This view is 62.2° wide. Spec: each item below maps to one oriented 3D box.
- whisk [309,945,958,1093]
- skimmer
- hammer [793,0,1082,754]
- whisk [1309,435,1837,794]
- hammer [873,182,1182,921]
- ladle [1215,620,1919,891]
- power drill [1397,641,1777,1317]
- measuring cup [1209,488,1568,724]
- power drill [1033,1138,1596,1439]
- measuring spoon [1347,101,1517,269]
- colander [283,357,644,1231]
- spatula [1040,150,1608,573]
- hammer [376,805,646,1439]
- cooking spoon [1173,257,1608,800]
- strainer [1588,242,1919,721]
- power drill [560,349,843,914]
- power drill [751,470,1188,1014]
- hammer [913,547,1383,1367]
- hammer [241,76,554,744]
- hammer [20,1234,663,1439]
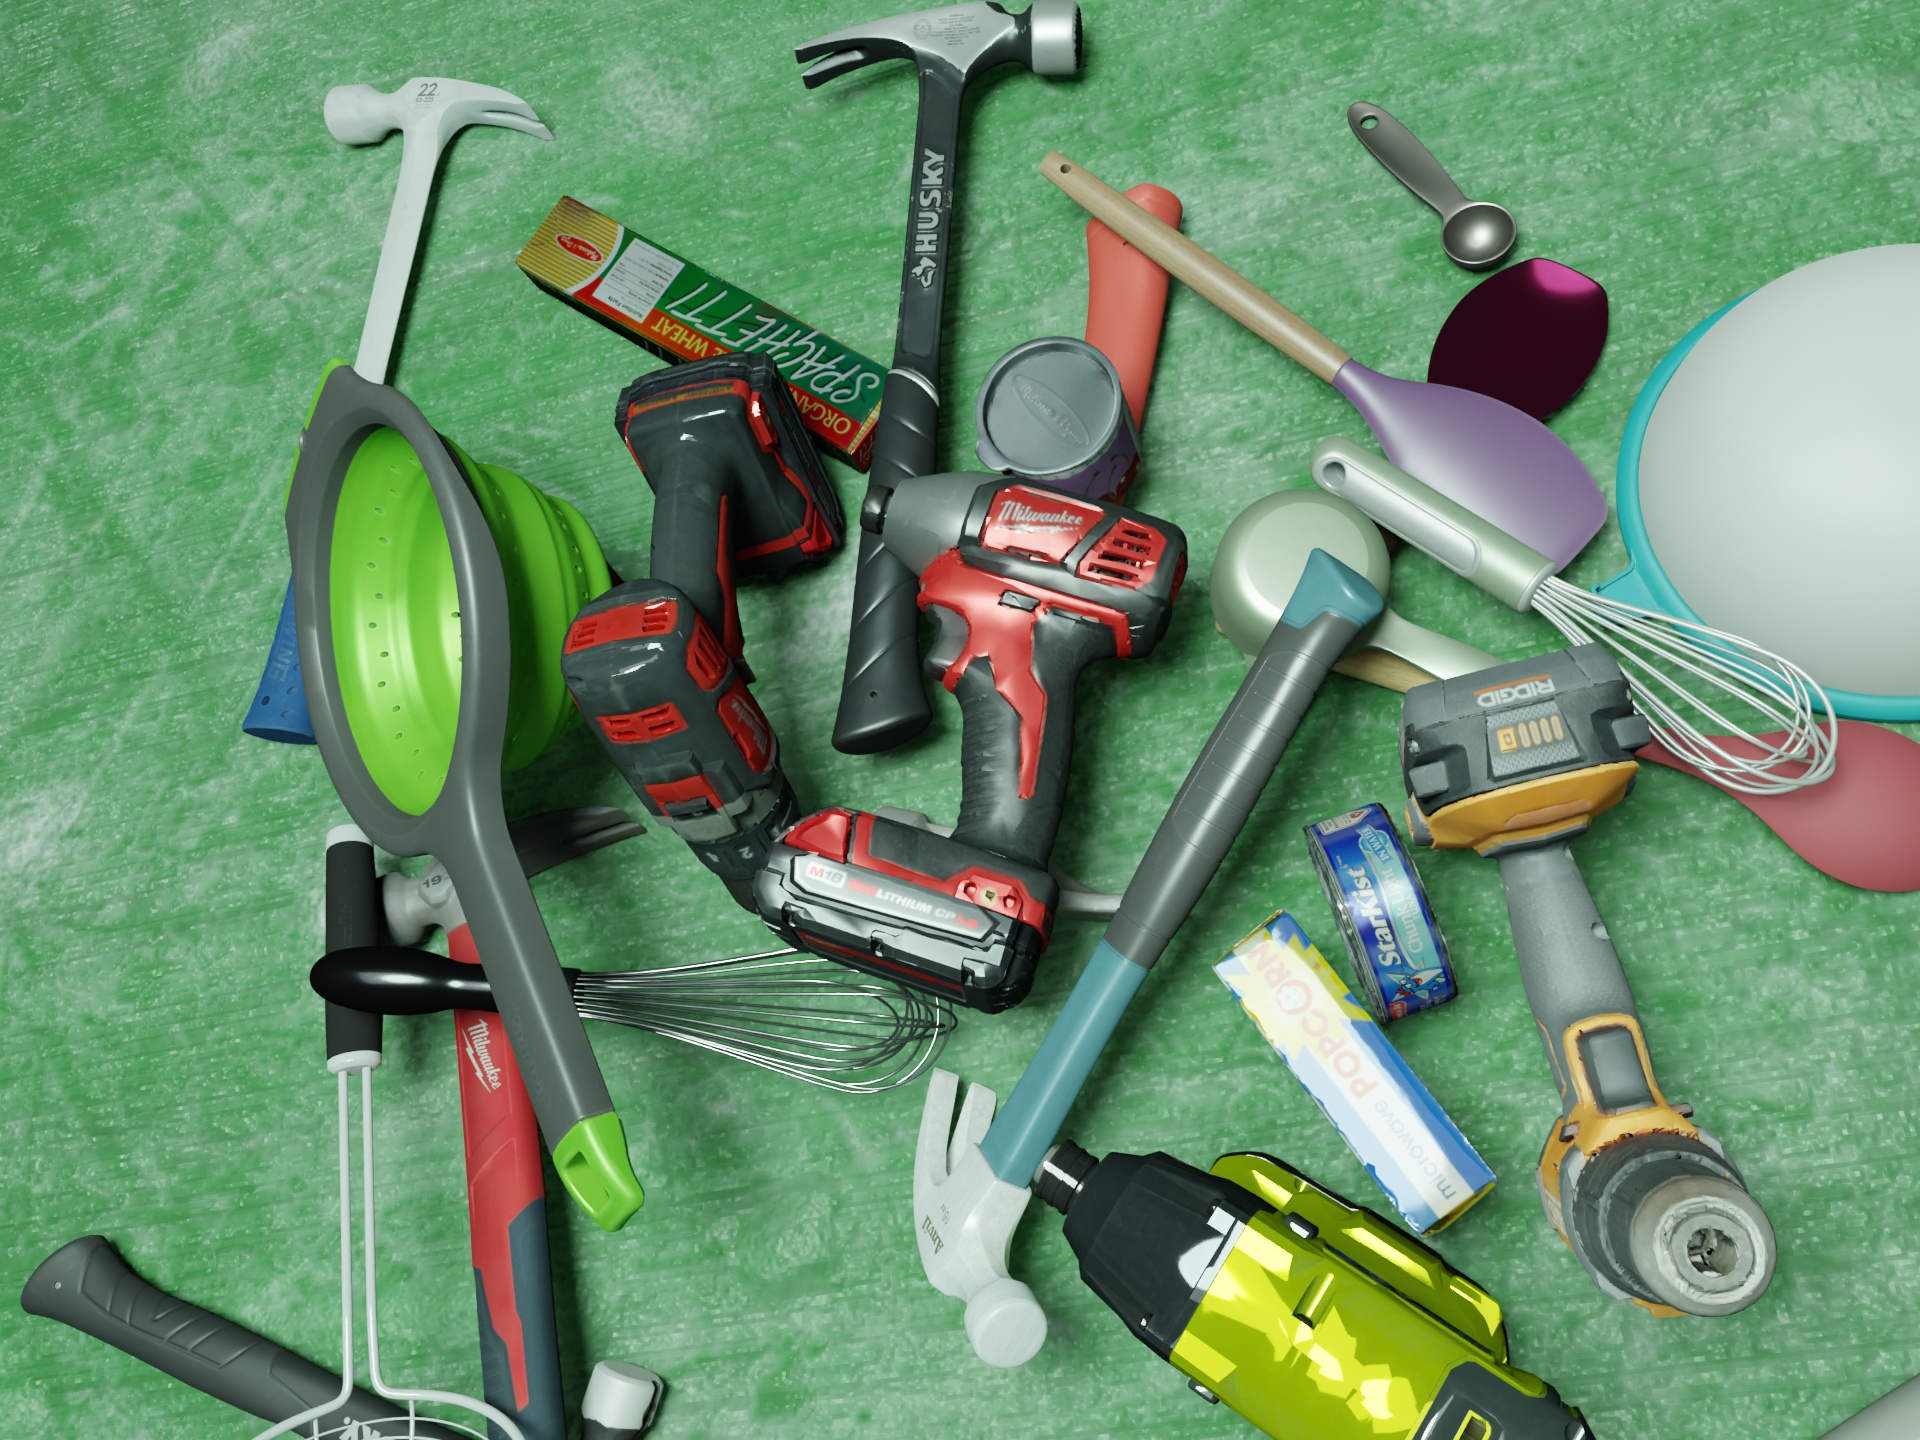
[{"bbox_3d":[-0.143,0.122,0.697,0.284,0.070,0.070,4,74,1],"label":"whisk"},{"bbox_3d":[-0.253,0.189,0.664,0.127,0.090,0.364,-4,57,-17],"label":"skimmer"},{"bbox_3d":[-0.027,-0.180,0.778,0.149,0.036,0.409,2,72,9],"label":"hammer"},{"bbox_3d":[0.244,-0.050,0.654,0.246,0.057,0.059,39,47,26],"label":"whisk"},{"bbox_3d":[0.065,-0.087,0.753,0.149,0.036,0.359,9,77,18],"label":"hammer"},{"bbox_3d":[0.258,-0.002,0.678,0.315,0.031,0.069,18,72,22],"label":"ladle"},{"bbox_3d":[0.220,0.092,0.560,0.084,0.185,0.226,-15,78,11],"label":"power drill"},{"bbox_3d":[0.184,-0.042,0.668,0.168,0.038,0.083,28,78,15],"label":"measuring cup"},{"bbox_3d":[0.118,0.202,0.547,0.171,0.223,0.080,30,83,22],"label":"power drill"},{"bbox_3d":[0.226,-0.261,0.775,0.034,0.018,0.124,-32,61,5],"label":"measuring spoon"},{"bbox_3d":[-0.184,0.020,0.683,0.204,0.094,0.397,-50,58,41],"label":"colander"},{"bbox_3d":[0.157,-0.176,0.730,0.316,0.018,0.060,41,85,18],"label":"spatula"},{"bbox_3d":[-0.185,0.222,0.700,0.143,0.038,0.387,-20,60,8],"label":"hammer"},{"bbox_3d":[0.190,-0.085,0.712,0.069,0.017,0.319,34,79,19],"label":"cooking spoon"},{"bbox_3d":[0.405,-0.170,0.649,0.211,0.095,0.340,19,81,20],"label":"strainer"},{"bbox_3d":[-0.104,-0.037,0.723,0.080,0.187,0.227,-11,47,12],"label":"power drill"},{"bbox_3d":[-0.001,-0.002,0.664,0.143,0.078,0.220,18,73,9],"label":"power drill"},{"bbox_3d":[0.074,0.082,0.636,0.331,0.033,0.128,-60,23,4],"label":"hammer"},{"bbox_3d":[-0.331,-0.186,0.897,0.144,0.035,0.406,2,74,17],"label":"hammer"},{"bbox_3d":[-0.305,0.319,0.735,0.335,0.035,0.146,14,77,20],"label":"hammer"}]
